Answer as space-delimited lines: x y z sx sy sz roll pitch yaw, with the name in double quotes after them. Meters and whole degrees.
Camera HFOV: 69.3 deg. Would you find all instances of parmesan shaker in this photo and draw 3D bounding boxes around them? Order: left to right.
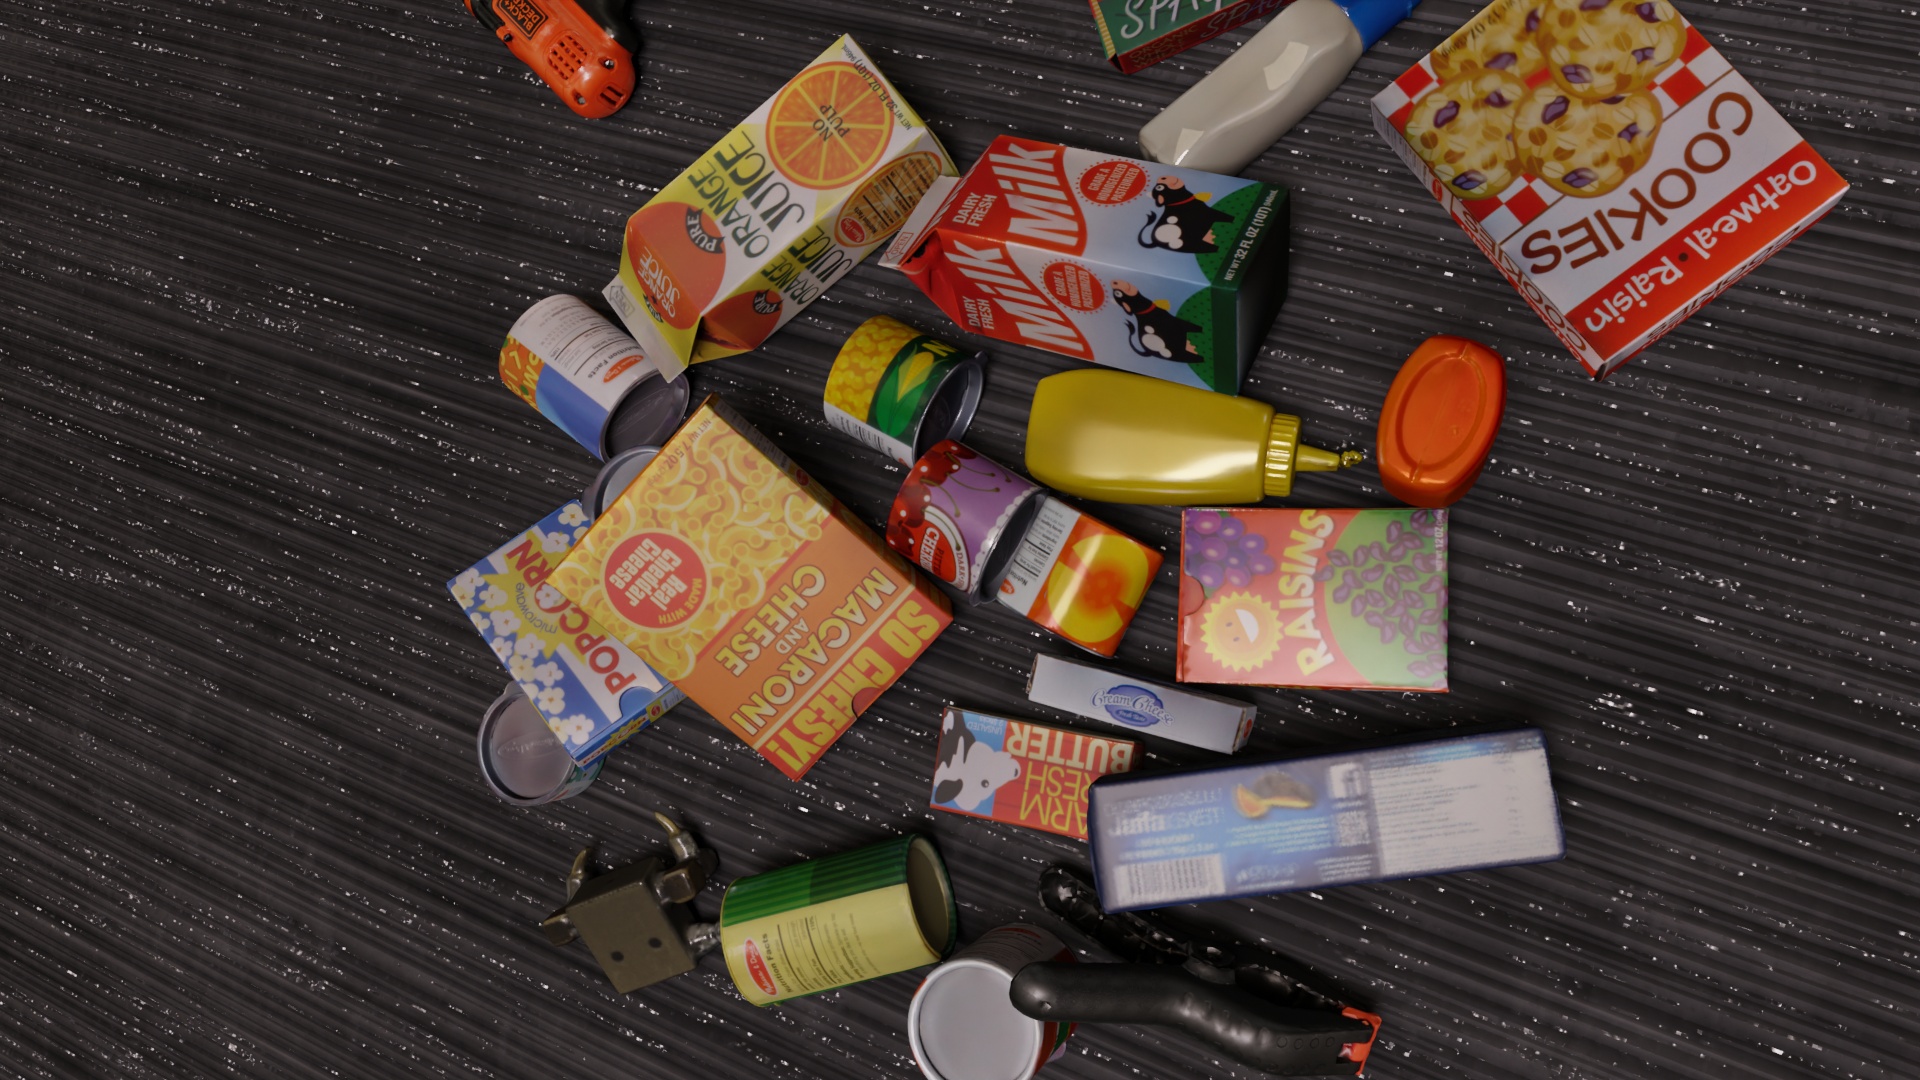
-0.060 0.195 0.708 0.103 0.071 0.071 -18 80 15 "parmesan shaker"

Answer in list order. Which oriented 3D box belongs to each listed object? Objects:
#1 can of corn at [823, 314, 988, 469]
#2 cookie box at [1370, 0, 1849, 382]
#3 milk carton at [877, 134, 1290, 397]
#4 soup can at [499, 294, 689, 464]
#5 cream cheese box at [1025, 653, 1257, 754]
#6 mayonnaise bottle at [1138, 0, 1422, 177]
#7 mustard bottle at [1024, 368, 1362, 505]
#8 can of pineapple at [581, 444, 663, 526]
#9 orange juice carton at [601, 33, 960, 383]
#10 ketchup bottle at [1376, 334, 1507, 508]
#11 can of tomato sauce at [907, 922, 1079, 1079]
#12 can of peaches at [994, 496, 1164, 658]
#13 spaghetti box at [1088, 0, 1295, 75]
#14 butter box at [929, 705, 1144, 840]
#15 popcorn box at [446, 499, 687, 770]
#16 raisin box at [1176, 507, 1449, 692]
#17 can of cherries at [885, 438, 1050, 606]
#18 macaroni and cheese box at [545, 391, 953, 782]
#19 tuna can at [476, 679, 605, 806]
-0.028 -0.078 0.720 0.058 0.071 0.071 28 95 18 "can of corn"
0.292 -0.177 0.639 0.123 0.040 0.168 -38 74 12 "cookie box"
0.057 -0.140 0.678 0.191 0.073 0.072 18 60 23 "milk carton"
-0.205 -0.088 0.780 0.084 0.071 0.071 35 97 18 "soup can"
0.089 0.079 0.675 0.104 0.053 0.024 13 88 19 "cream cheese box"
0.156 -0.227 0.678 0.148 0.064 0.041 -40 73 7 "mayonnaise bottle"
0.114 -0.046 0.680 0.160 0.049 0.065 9 84 18 "mustard bottle"
-0.161 -0.017 0.761 0.071 0.058 0.071 -2 85 18 "can of pineapple"
-0.102 -0.169 0.740 0.192 0.073 0.072 -39 75 6 "orange juice carton"
0.206 -0.043 0.597 0.043 0.149 0.064 22 92 19 "ketchup bottle"
0.019 0.228 0.669 0.071 0.083 0.071 -1 85 18 "can of tomato sauce"
0.061 0.018 0.684 0.071 0.071 0.058 28 94 18 "can of peaches"
0.185 -0.307 0.690 0.250 0.028 0.050 -20 80 15 "spaghetti box"
0.038 0.118 0.703 0.103 0.024 0.053 9 87 18 "butter box"
-0.210 0.051 0.764 0.085 0.038 0.127 -36 73 -19 "popcorn box"
0.168 0.028 0.661 0.123 0.040 0.086 1 86 19 "raisin box"
0.003 -0.009 0.702 0.058 0.071 0.071 30 95 18 "can of cherries"
-0.105 0.026 0.711 0.166 0.040 0.123 42 100 -12 "macaroni and cheese box"
-0.237 0.113 0.788 0.071 0.033 0.071 -1 85 18 "tuna can"
